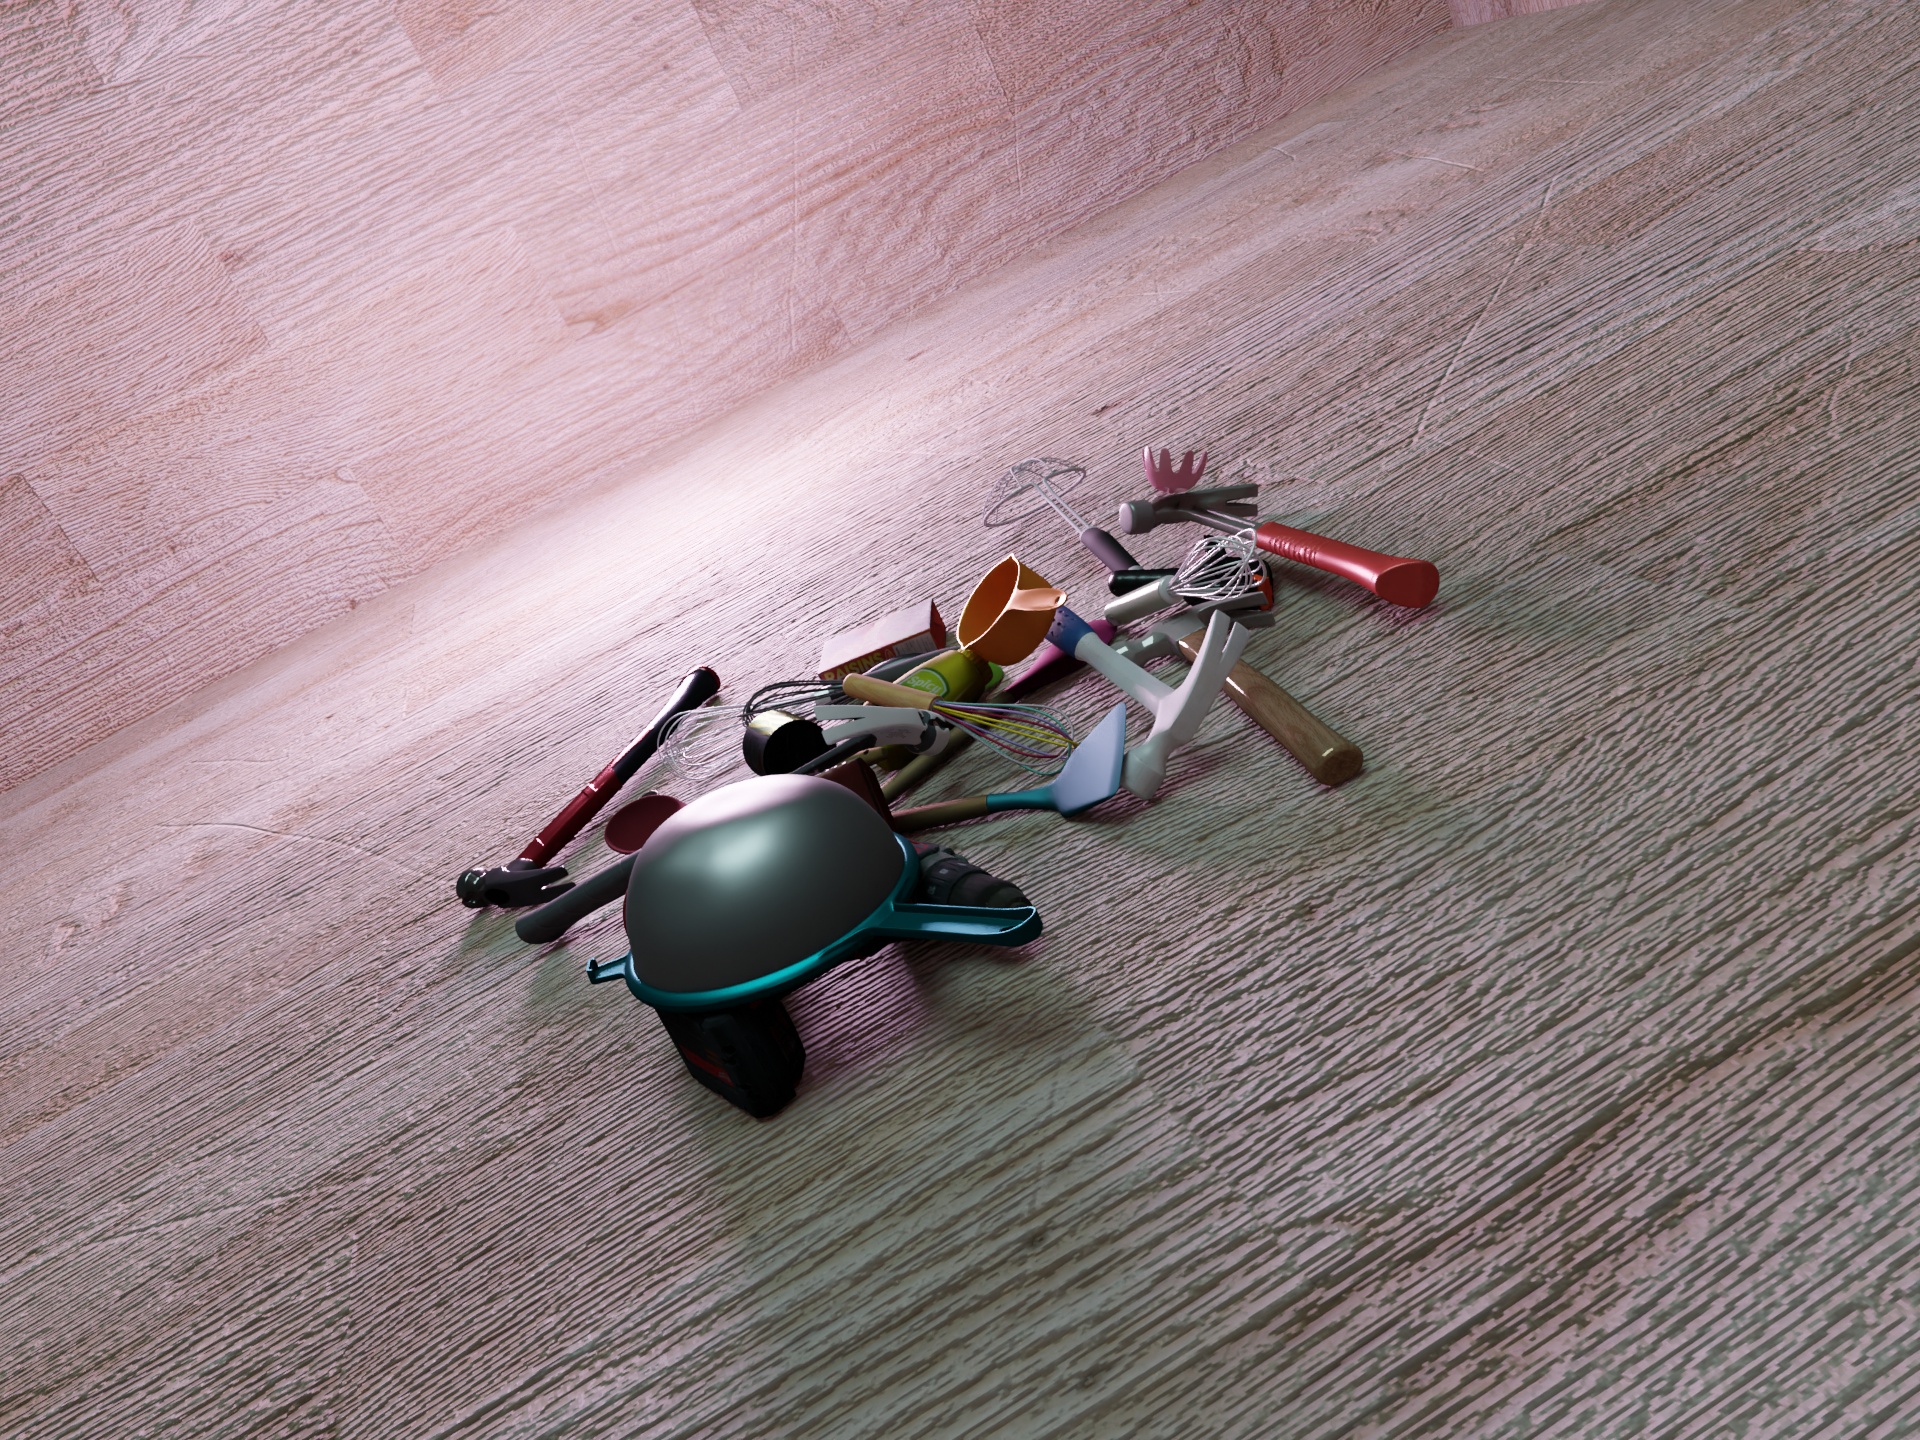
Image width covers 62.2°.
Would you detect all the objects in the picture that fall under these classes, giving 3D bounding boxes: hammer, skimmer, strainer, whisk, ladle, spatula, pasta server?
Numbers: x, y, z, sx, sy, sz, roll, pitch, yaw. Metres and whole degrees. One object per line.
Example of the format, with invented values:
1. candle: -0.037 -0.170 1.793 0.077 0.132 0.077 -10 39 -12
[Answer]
1. hammer: -0.340 0.056 1.605 0.143 0.038 0.386 -9 29 33
2. hammer: 0.218 -0.027 1.199 0.130 0.031 0.332 -28 23 -2
3. hammer: 0.284 -0.153 1.351 0.149 0.036 0.359 -10 20 -22
4. hammer: -0.207 0.089 1.294 0.409 0.036 0.149 -29 -18 21
5. hammer: 0.112 -0.063 1.309 0.144 0.035 0.406 -56 23 6
6. skimmer: 0.121 -0.190 1.652 0.127 0.090 0.364 -25 33 -6
7. strainer: -0.093 0.093 1.010 0.340 0.095 0.211 -3 27 43
8. whisk: 0.179 -0.111 1.317 0.059 0.057 0.246 -64 15 -16
9. ladle: -0.191 0.067 1.396 0.315 0.031 0.069 -18 42 31
10. spatula: -0.004 0.062 1.229 0.317 0.044 0.082 -14 50 31
11. pasta server: 0.202 -0.244 1.566 0.060 0.040 0.316 5 9 3
12. whisk: -0.162 -0.010 1.541 0.284 0.070 0.070 -20 23 5
13. whisk: -0.093 -0.032 1.495 0.239 0.055 0.055 -16 23 -4
14. whisk: -0.001 -0.003 1.304 0.245 0.051 0.047 16 23 37

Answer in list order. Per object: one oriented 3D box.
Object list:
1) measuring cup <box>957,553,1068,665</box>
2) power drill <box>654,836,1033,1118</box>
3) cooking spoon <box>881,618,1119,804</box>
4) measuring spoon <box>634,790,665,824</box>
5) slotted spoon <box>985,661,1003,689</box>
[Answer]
1. measuring cup: 0.061 -0.088 1.332 0.095 0.052 0.174 -63 24 -10
2. power drill: -0.074 0.160 1.061 0.227 0.080 0.188 -36 25 -27
3. cooking spoon: 0.025 -0.007 1.377 0.319 0.017 0.069 -39 26 -28
4. measuring spoon: -0.272 0.093 1.490 0.034 0.018 0.124 -48 36 -19
5. slotted spoon: -0.088 0.028 1.414 0.314 0.031 0.070 -37 33 -20
